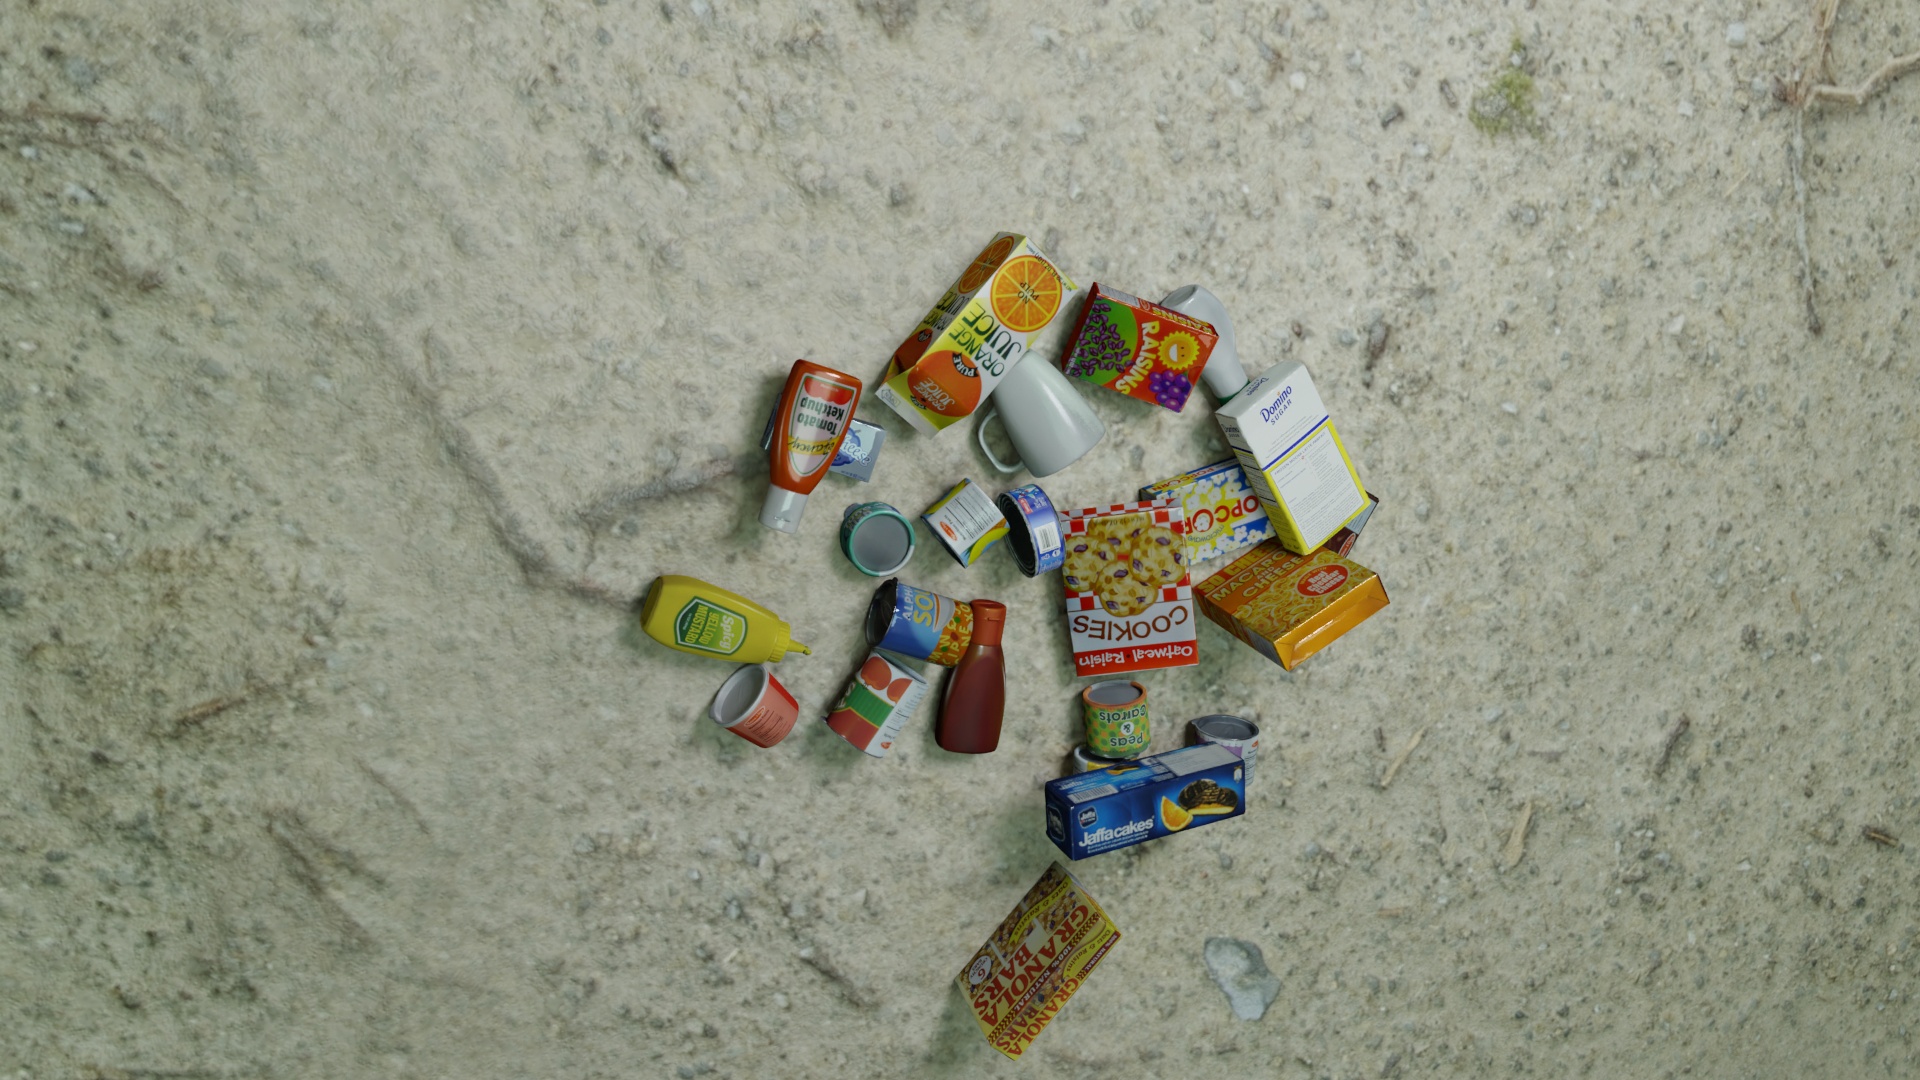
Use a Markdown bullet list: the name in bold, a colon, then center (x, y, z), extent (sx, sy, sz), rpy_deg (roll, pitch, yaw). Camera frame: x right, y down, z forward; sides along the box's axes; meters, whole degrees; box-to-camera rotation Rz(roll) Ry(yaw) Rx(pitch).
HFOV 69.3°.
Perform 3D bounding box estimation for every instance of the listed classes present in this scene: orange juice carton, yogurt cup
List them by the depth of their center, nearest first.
- **orange juice carton**: center (0.010, -0.183, 1.258), extent (0.071, 0.073, 0.192), rpy_deg (41, 89, -24)
- **yogurt cup**: center (-0.187, 0.156, 1.286), extent (0.072, 0.072, 0.054), rpy_deg (-47, 122, -2)

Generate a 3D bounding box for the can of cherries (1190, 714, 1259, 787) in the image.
- **can of cherries**: center (0.276, 0.222, 1.463), extent (0.071, 0.071, 0.058), rpy_deg (-3, 106, -18)

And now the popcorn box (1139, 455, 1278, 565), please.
- **popcorn box**: center (0.252, -0.029, 1.400), extent (0.127, 0.038, 0.085), rpy_deg (-18, 110, -13)

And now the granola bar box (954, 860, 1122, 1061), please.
- **granola bar box**: center (0.078, 0.426, 1.415), extent (0.039, 0.124, 0.165), rpy_deg (41, 89, -22)

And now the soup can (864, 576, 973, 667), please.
- **soup can**: center (-0.038, 0.077, 1.313), extent (0.084, 0.071, 0.071), rpy_deg (17, 98, -23)

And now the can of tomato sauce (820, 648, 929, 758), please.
- **can of tomato sauce**: center (-0.081, 0.153, 1.321), extent (0.071, 0.071, 0.083), rpy_deg (33, 92, -23)

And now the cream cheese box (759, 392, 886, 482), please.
- **cream cheese box**: center (-0.124, -0.093, 1.262), extent (0.104, 0.024, 0.053), rpy_deg (17, 97, -22)

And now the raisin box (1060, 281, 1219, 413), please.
- **raisin box**: center (0.167, -0.181, 1.305), extent (0.123, 0.040, 0.085), rpy_deg (18, 116, -11)

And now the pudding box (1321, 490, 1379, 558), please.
- **pudding box**: center (0.394, -0.021, 1.456), extent (0.049, 0.030, 0.083), rpy_deg (27, 94, -24)

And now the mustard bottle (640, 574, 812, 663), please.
- **mustard bottle**: center (-0.207, 0.079, 1.266), extent (0.160, 0.049, 0.065), rpy_deg (18, 99, -22)

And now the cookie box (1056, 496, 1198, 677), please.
- **cookie box**: center (0.165, 0.047, 1.368), extent (0.123, 0.040, 0.166), rpy_deg (-7, 108, 6)

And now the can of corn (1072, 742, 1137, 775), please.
- **can of corn**: center (0.150, 0.244, 1.422), extent (0.071, 0.071, 0.058), rpy_deg (-4, 105, -18)

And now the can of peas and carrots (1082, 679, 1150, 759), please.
- **can of peas and carrots**: center (0.159, 0.181, 1.406), extent (0.071, 0.071, 0.058), rpy_deg (-11, 107, -16)

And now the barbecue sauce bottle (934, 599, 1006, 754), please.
- **barbecue sauce bottle**: center (0.016, 0.133, 1.360), extent (0.065, 0.044, 0.148), rpy_deg (5, 102, -20)

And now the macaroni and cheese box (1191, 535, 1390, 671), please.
- **macaroni and cheese box**: center (0.323, 0.056, 1.377), extent (0.124, 0.167, 0.040), rpy_deg (-32, 113, -8)

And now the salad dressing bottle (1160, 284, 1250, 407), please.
- **salad dressing bottle**: center (0.248, -0.179, 1.357), extent (0.064, 0.044, 0.147), rpy_deg (-36, 114, -2)

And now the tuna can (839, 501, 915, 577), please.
- **tuna can**: center (-0.079, -0.003, 1.297), extent (0.071, 0.033, 0.071), rpy_deg (-5, 106, -18)

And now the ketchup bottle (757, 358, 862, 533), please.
- **ketchup bottle**: center (-0.138, -0.081, 1.222), extent (0.065, 0.043, 0.148), rpy_deg (17, 98, -22)

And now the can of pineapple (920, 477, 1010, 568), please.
- **can of pineapple**: center (0.005, -0.016, 1.306), extent (0.058, 0.071, 0.071), rpy_deg (-41, 113, -5)
